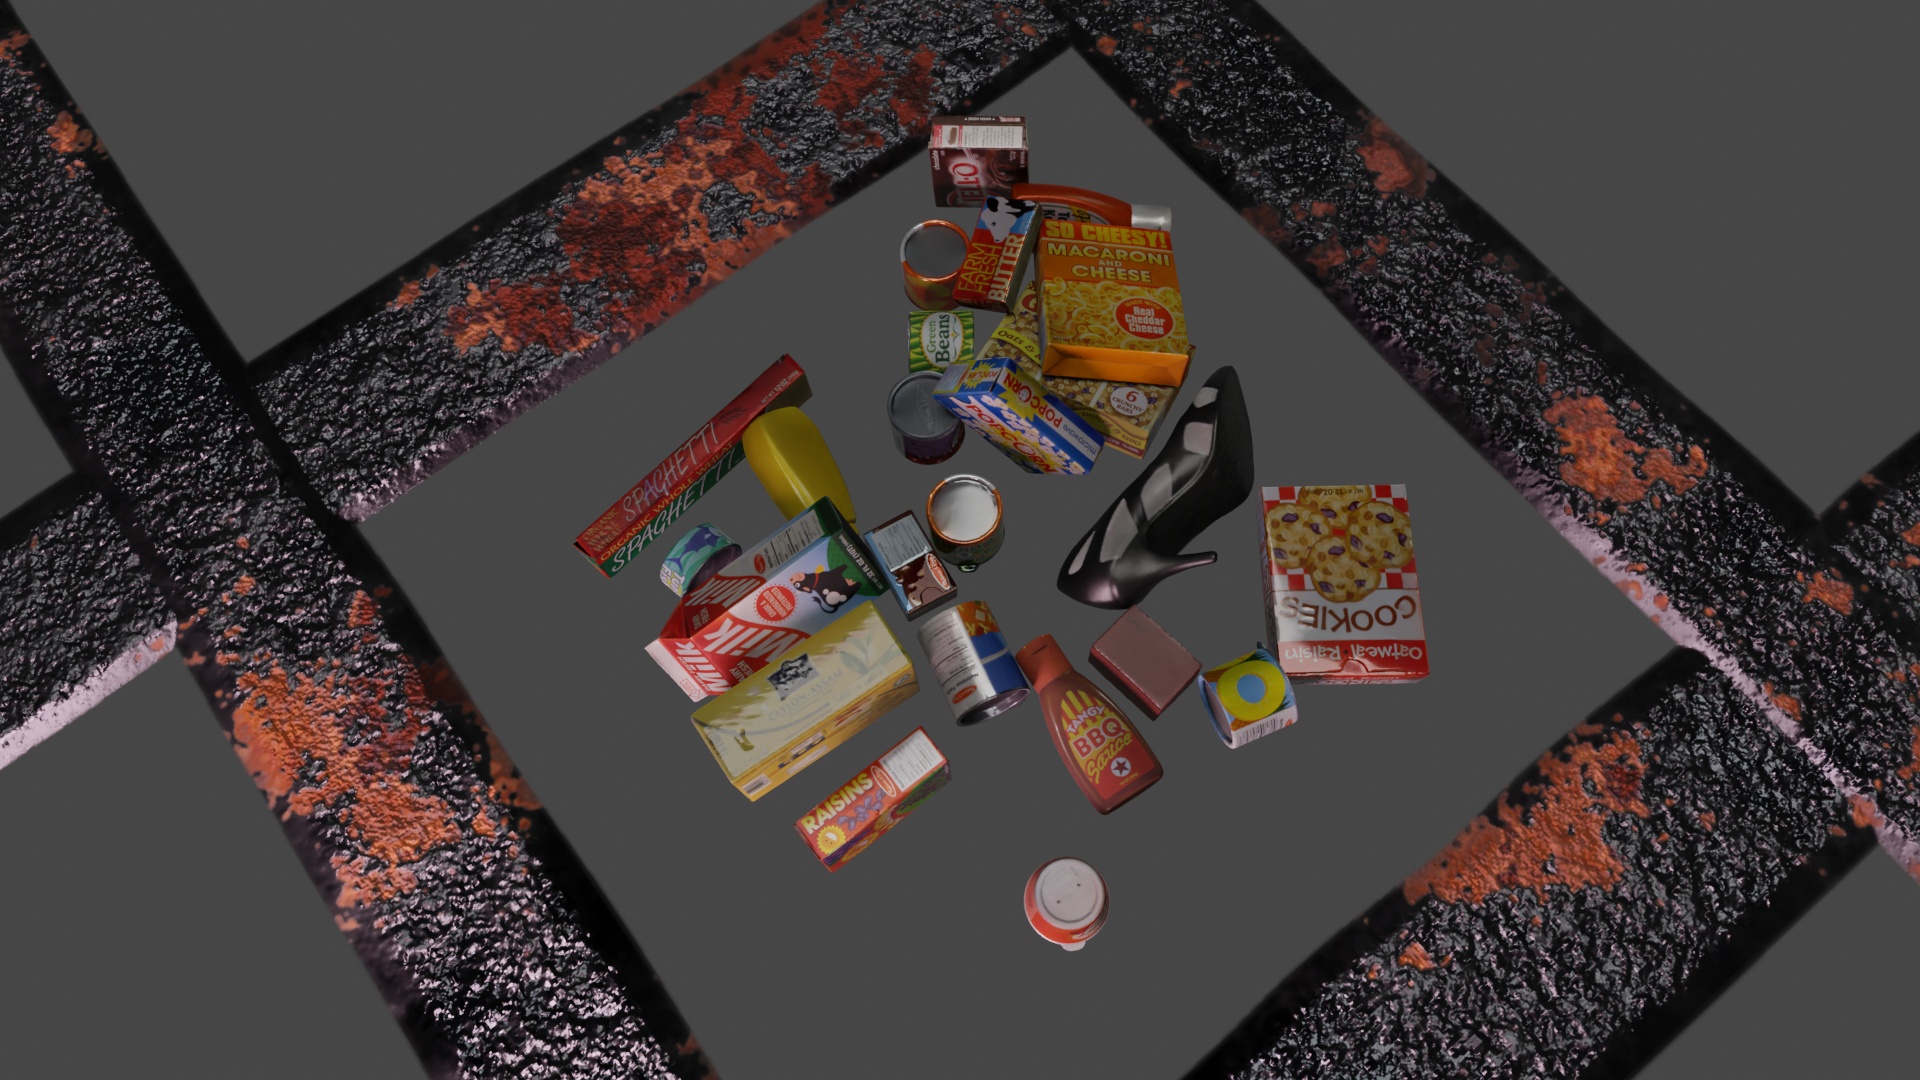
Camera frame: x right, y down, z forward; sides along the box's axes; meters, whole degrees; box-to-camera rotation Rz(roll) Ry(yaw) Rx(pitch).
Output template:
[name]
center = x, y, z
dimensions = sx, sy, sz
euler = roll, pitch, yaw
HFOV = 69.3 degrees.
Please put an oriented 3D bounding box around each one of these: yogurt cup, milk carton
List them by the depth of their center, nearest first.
[yogurt cup]
center = 0.083, 0.277, 1.077
dimensions = 0.072, 0.053, 0.072
euler = -1, 69, 2
[milk carton]
center = -0.160, 0.055, 1.134
dimensions = 0.190, 0.072, 0.074
euler = -35, 29, 0

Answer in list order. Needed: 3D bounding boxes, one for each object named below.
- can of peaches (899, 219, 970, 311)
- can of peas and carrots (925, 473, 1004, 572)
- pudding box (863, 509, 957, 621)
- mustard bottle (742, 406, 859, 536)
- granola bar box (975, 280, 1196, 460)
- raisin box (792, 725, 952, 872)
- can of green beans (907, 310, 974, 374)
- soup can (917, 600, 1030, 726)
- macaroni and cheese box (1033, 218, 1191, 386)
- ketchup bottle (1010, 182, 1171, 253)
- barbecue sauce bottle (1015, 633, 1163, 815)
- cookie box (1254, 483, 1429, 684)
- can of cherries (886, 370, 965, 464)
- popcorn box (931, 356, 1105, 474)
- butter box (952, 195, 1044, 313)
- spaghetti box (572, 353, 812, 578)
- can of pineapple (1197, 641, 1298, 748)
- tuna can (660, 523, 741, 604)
[can of peaches]
center = -0.019, -0.252, 1.277
dimensions = 0.071, 0.058, 0.071
euler = -1, 69, 2
[can of peas and carrots]
center = 0.004, -0.015, 1.187
dimensions = 0.071, 0.058, 0.071
euler = -1, 70, 2
[pudding box]
center = -0.043, 0.022, 1.190
dimensions = 0.050, 0.030, 0.084
euler = -28, 71, -9
[mustard bottle]
center = -0.128, -0.037, 1.199
dimensions = 0.065, 0.048, 0.160
euler = -21, 78, -44
[granola bar box]
center = 0.109, -0.154, 1.225
dimensions = 0.166, 0.038, 0.125
euler = 24, 52, 11
[raisin box]
center = -0.067, 0.205, 1.093
dimensions = 0.123, 0.086, 0.040
euler = -37, 74, -11
[can of green beans]
center = -0.016, -0.173, 1.243
dimensions = 0.058, 0.071, 0.071
euler = -1, 70, 2
[soup can]
center = 0.012, 0.101, 1.142
dimensions = 0.071, 0.071, 0.084
euler = -23, 70, -6
[macaroni and cheese box]
center = 0.129, -0.211, 1.223
dimensions = 0.124, 0.040, 0.167
euler = 4, 50, -6
[ketchup bottle]
center = 0.119, -0.296, 1.288
dimensions = 0.149, 0.064, 0.044
euler = 2, 41, -4
[barbecue sauce bottle]
center = 0.099, 0.146, 1.131
dimensions = 0.065, 0.043, 0.149
euler = -31, 71, -9
[cookie box]
center = 0.318, 0.036, 1.166
dimensions = 0.123, 0.040, 0.168
euler = -1, 70, 2
[can of cherries]
center = -0.027, -0.107, 1.223
dimensions = 0.071, 0.058, 0.072
euler = -1, 69, 2
[popcorn box]
center = 0.050, -0.103, 1.172
dimensions = 0.126, 0.085, 0.038
euler = 36, 73, -31
[butter box]
center = 0.034, -0.255, 1.234
dimensions = 0.053, 0.024, 0.103
euler = 13, 78, 24
[spaghetti box]
center = -0.231, -0.065, 1.219
dimensions = 0.029, 0.050, 0.251
euler = 42, 76, 17
[can of pineapple]
center = 0.231, 0.126, 1.122
dimensions = 0.058, 0.070, 0.071
euler = -22, 71, -6
[tuna can]
center = -0.222, 0.021, 1.177
dimensions = 0.033, 0.071, 0.071
euler = 38, 75, 16
